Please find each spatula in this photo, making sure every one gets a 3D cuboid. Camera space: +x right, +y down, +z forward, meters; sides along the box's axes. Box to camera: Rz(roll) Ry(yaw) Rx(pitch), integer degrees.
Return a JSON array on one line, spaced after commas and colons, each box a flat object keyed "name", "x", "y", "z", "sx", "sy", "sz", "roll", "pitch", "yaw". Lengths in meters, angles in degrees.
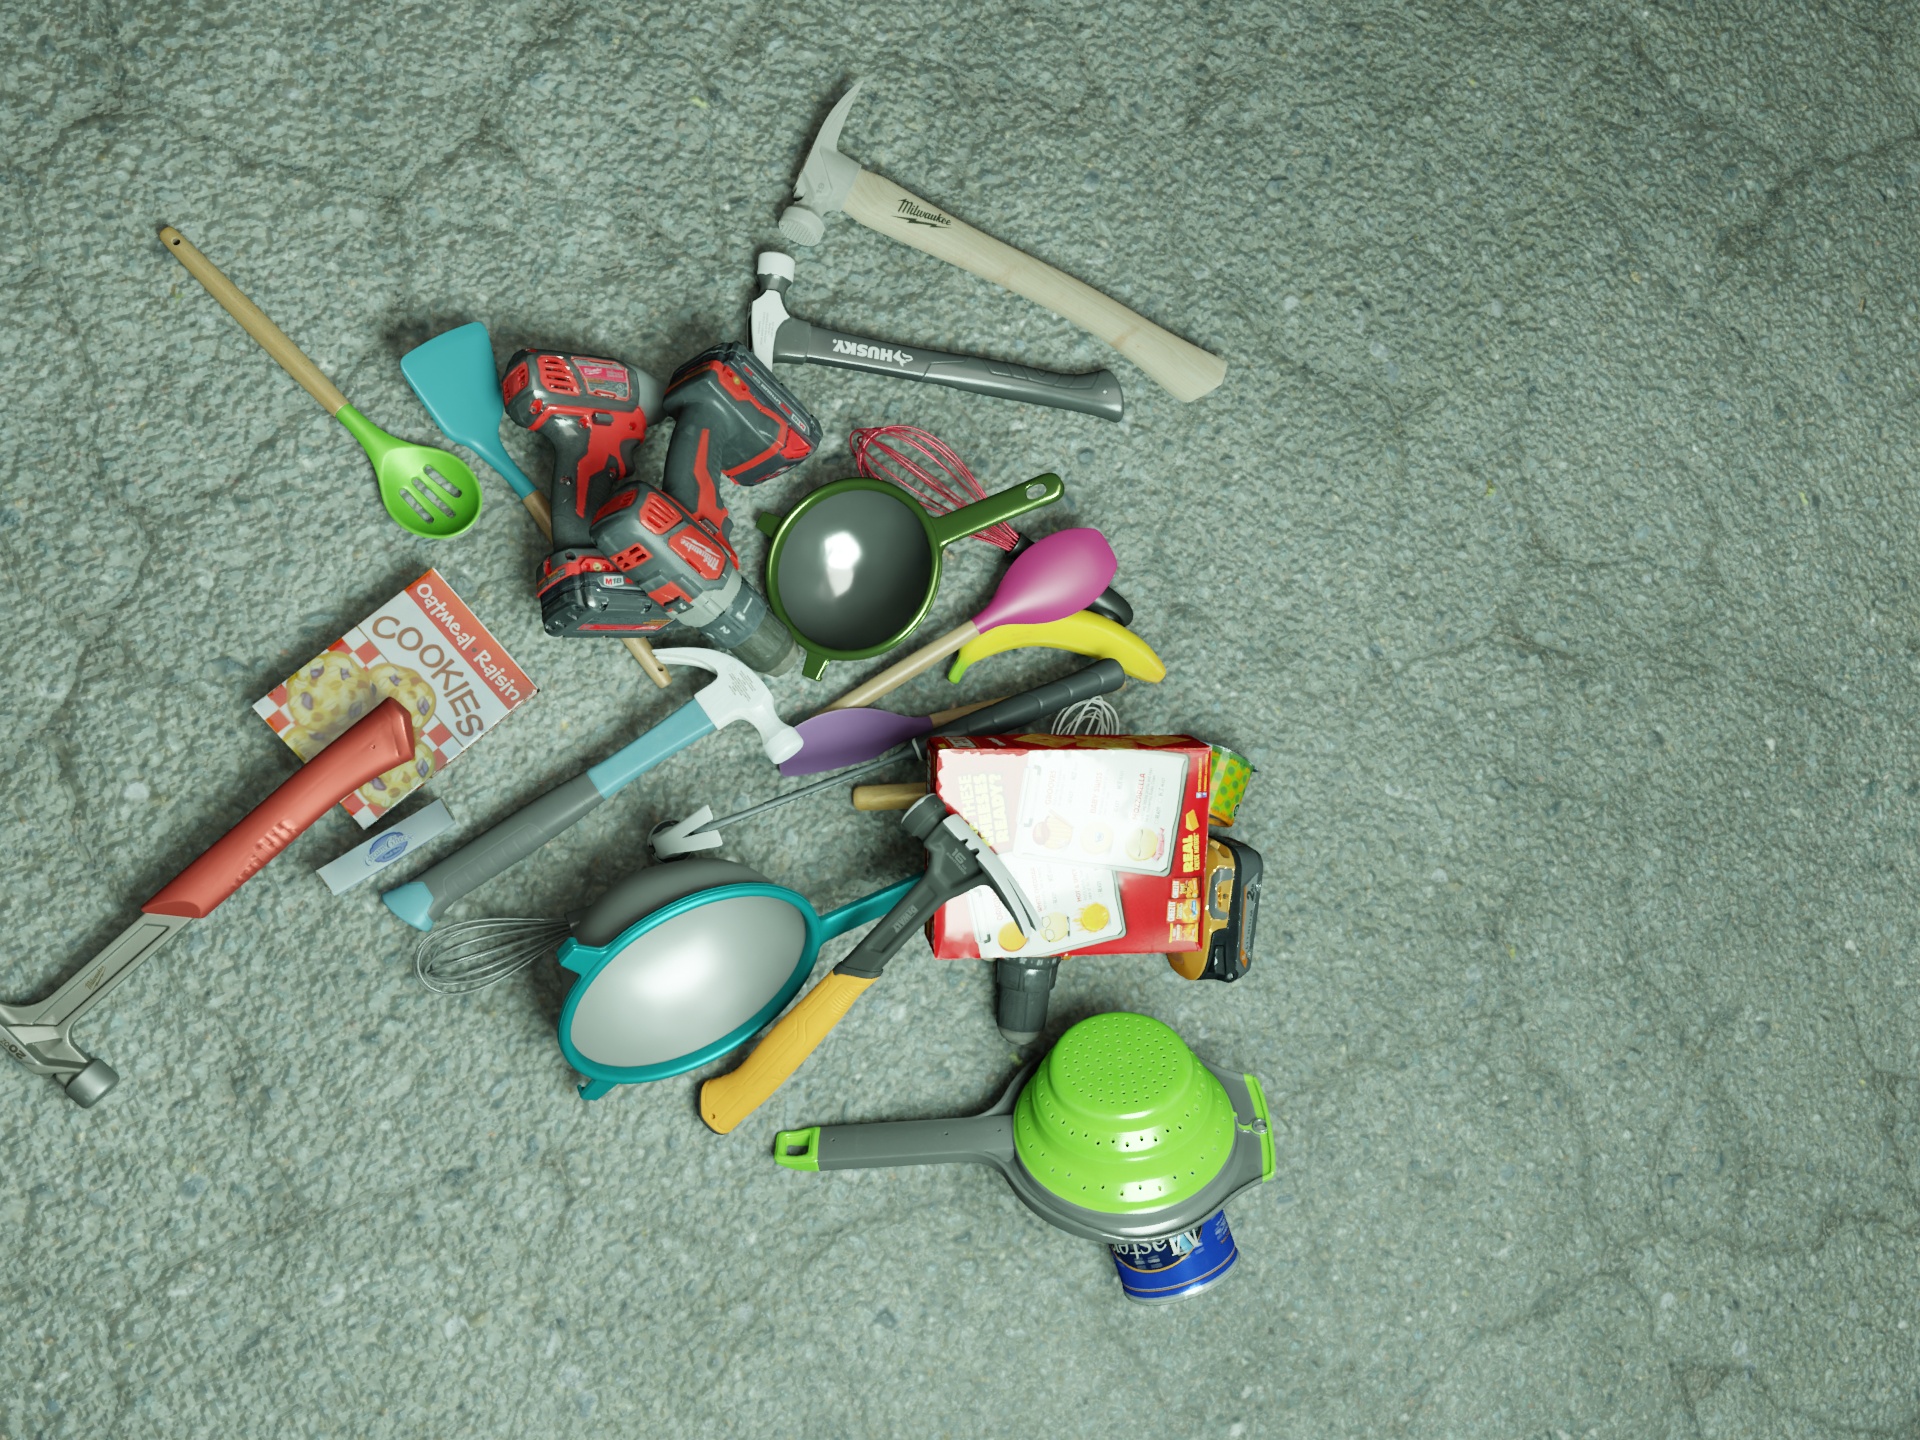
[{"name": "spatula", "x": -0.321, "y": -0.159, "z": 1.253, "sx": 0.082, "sy": 0.044, "sz": 0.317, "roll": -42, "pitch": 101, "yaw": -39}, {"name": "spatula", "x": -0.002, "y": -0.004, "z": 1.346, "sx": 0.316, "sy": 0.018, "sz": 0.059, "roll": -12, "pitch": 128, "yaw": -19}]

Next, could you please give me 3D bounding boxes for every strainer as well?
[{"name": "strainer", "x": -0.165, "y": 0.152, "z": 1.237, "sx": 0.340, "sy": 0.210, "sz": 0.095, "roll": -21, "pitch": 51, "yaw": -25}, {"name": "strainer", "x": -0.031, "y": -0.137, "z": 1.293, "sx": 0.256, "sy": 0.069, "sz": 0.151, "roll": -21, "pitch": 76, "yaw": 10}]

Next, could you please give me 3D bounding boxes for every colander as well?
[{"name": "colander", "x": 0.045, "y": 0.303, "z": 1.250, "sx": 0.397, "sy": 0.205, "sz": 0.094, "roll": -4, "pitch": 125, "yaw": 3}]

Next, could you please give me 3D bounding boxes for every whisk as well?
[{"name": "whisk", "x": 0.030, "y": -0.161, "z": 1.352, "sx": 0.295, "sy": 0.073, "sz": 0.073, "roll": 32, "pitch": 78, "yaw": -17}, {"name": "whisk", "x": 0.034, "y": 0.062, "z": 1.314, "sx": 0.245, "sy": 0.051, "sz": 0.047, "roll": -3, "pitch": 94, "yaw": 2}, {"name": "whisk", "x": -0.305, "y": 0.158, "z": 1.239, "sx": 0.239, "sy": 0.055, "sz": 0.055, "roll": -16, "pitch": 91, "yaw": -22}, {"name": "whisk", "x": 0.071, "y": 0.091, "z": 1.356, "sx": 0.058, "sy": 0.059, "sz": 0.246, "roll": 22, "pitch": 83, "yaw": 23}]

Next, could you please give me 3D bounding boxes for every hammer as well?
[{"name": "hammer", "x": -0.293, "y": 0.059, "z": 1.230, "sx": 0.331, "sy": 0.033, "sz": 0.128, "roll": -34, "pitch": 79, "yaw": -8}, {"name": "hammer", "x": -0.086, "y": 0.210, "z": 1.205, "sx": 0.127, "sy": 0.034, "sz": 0.337, "roll": 48, "pitch": 112, "yaw": 11}, {"name": "hammer", "x": -0.017, "y": -0.295, "z": 1.358, "sx": 0.334, "sy": 0.035, "sz": 0.146, "roll": 7, "pitch": 84, "yaw": -16}, {"name": "hammer", "x": -0.049, "y": 0.027, "z": 1.272, "sx": 0.409, "sy": 0.149, "sz": 0.036, "roll": -21, "pitch": 89, "yaw": -19}, {"name": "hammer", "x": 0.054, "y": -0.398, "z": 1.386, "sx": 0.410, "sy": 0.038, "sz": 0.146, "roll": 24, "pitch": 79, "yaw": -14}, {"name": "hammer", "x": -0.546, "y": 0.106, "z": 1.147, "sx": 0.359, "sy": 0.037, "sz": 0.149, "roll": -43, "pitch": 99, "yaw": -6}]

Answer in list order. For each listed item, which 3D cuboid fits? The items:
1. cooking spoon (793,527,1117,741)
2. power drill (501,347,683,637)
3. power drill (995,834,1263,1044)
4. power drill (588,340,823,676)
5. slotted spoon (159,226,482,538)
[{"name": "cooking spoon", "x": -0.009, "y": -0.064, "z": 1.323, "sx": 0.319, "sy": 0.017, "sz": 0.068, "roll": -32, "pitch": 95, "yaw": -5}, {"name": "power drill", "x": -0.271, "y": -0.179, "z": 1.240, "sx": 0.143, "sy": 0.078, "sz": 0.220, "roll": -2, "pitch": 77, "yaw": -41}, {"name": "power drill", "x": 0.131, "y": 0.179, "z": 1.334, "sx": 0.226, "sy": 0.084, "sz": 0.185, "roll": 3, "pitch": 98, "yaw": -22}, {"name": "power drill", "x": -0.176, "y": -0.158, "z": 1.221, "sx": 0.187, "sy": 0.080, "sz": 0.227, "roll": 44, "pitch": 42, "yaw": -32}, {"name": "slotted spoon", "x": -0.491, "y": -0.258, "z": 1.219, "sx": 0.313, "sy": 0.031, "sz": 0.070, "roll": 46, "pitch": 75, "yaw": -7}]
